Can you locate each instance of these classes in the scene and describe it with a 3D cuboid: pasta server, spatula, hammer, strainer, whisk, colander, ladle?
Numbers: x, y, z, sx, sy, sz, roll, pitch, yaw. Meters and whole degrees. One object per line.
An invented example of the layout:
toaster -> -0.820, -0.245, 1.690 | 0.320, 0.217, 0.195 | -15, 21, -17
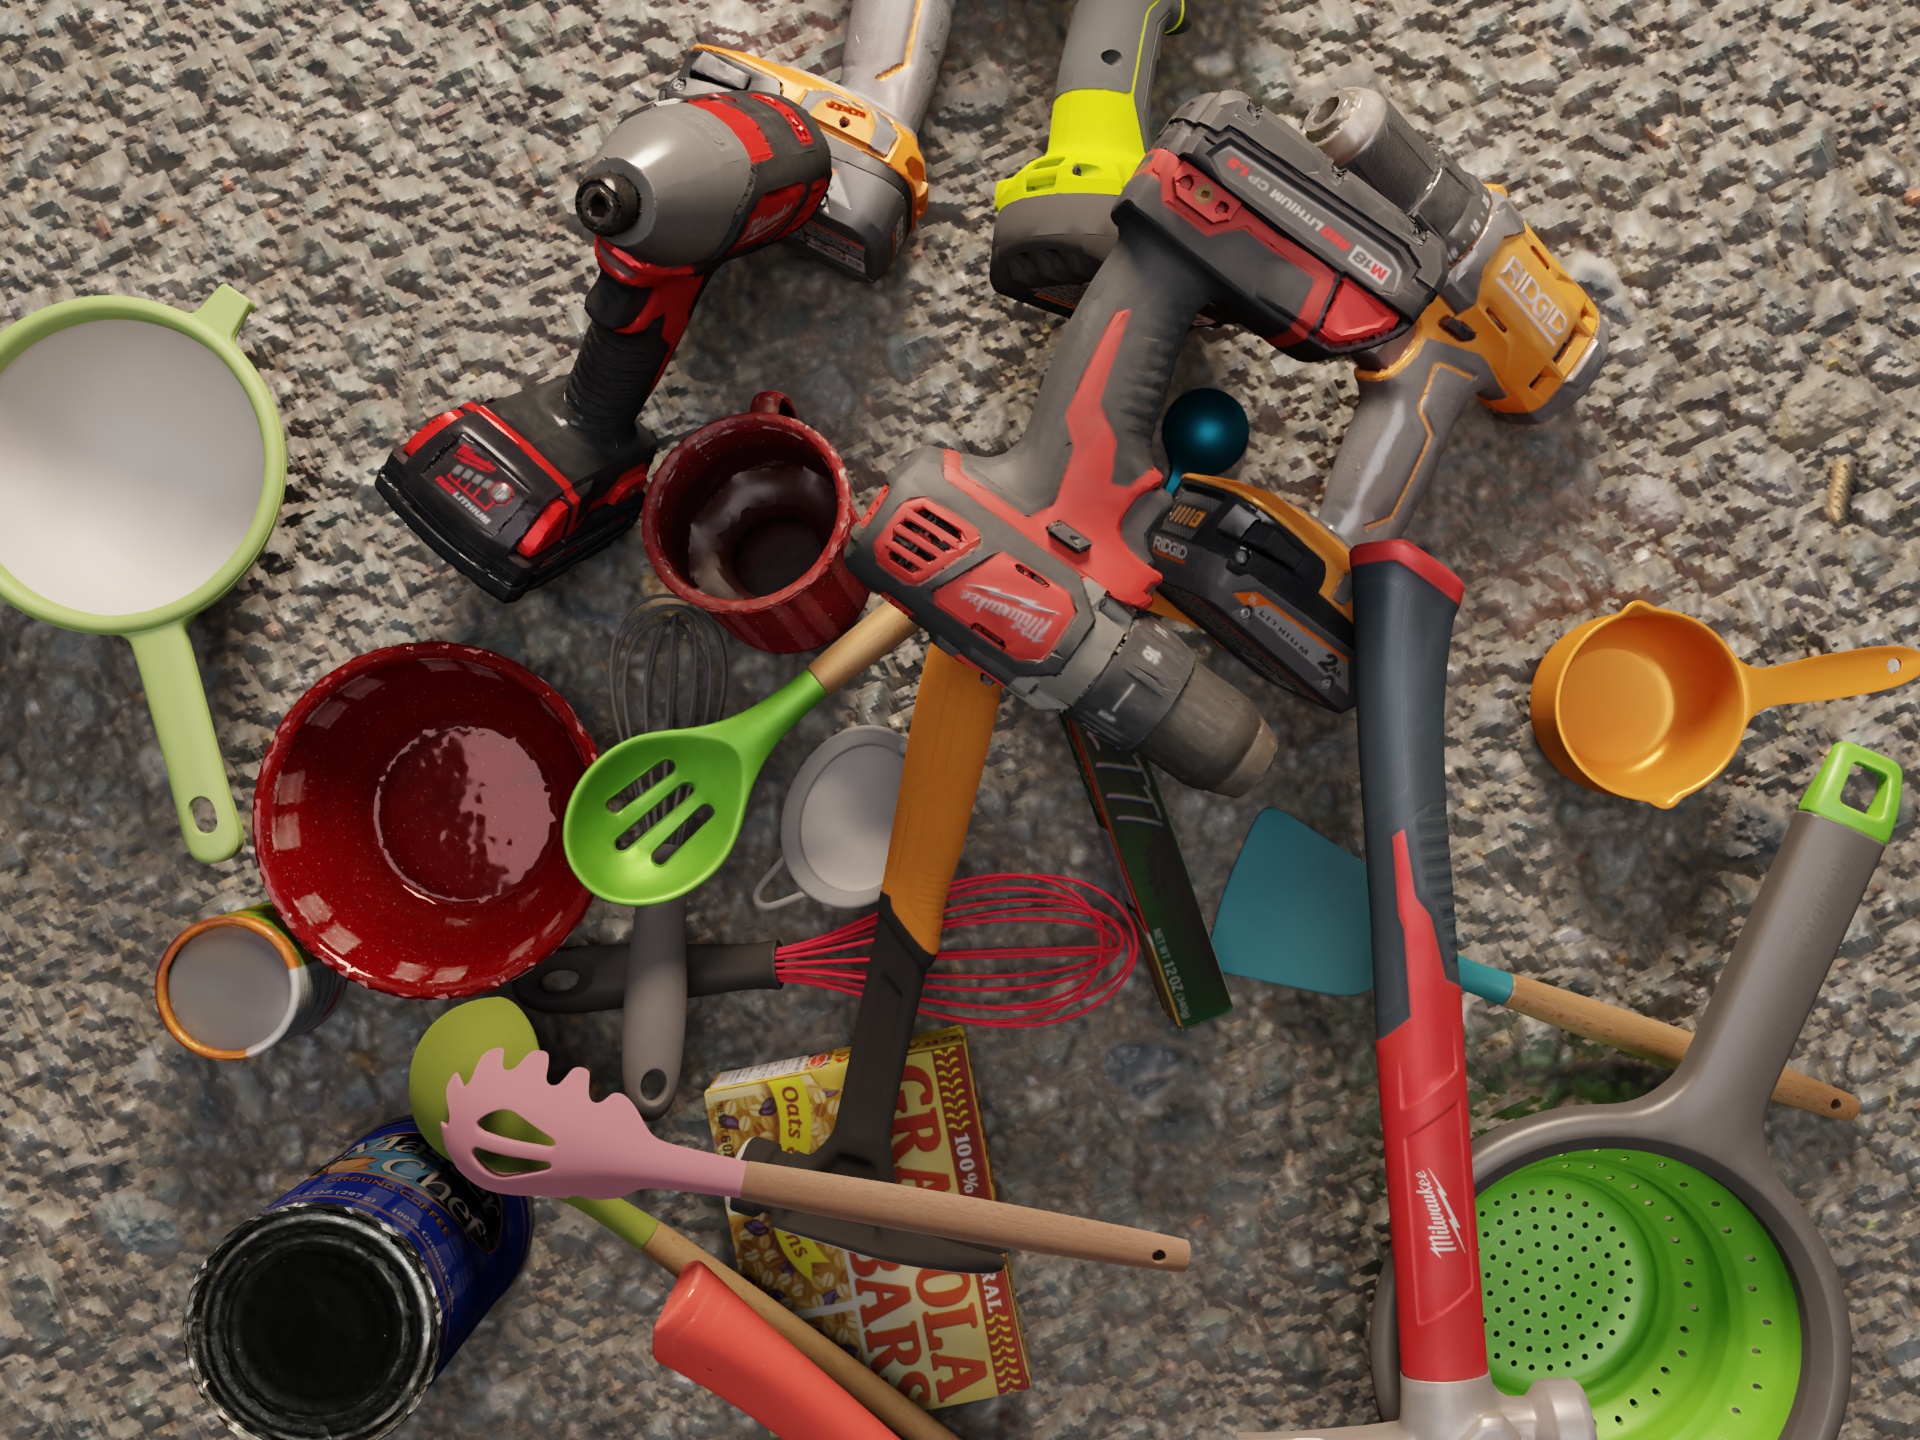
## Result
pasta server -> -0.062, 0.192, 0.657 | 0.316, 0.040, 0.060 | 10, 94, -2
spatula -> 0.279, 0.132, 0.759 | 0.317, 0.044, 0.082 | 20, 90, -5
hammer -> 0.011, 0.358, 0.691 | 0.149, 0.037, 0.359 | -39, 102, 27
hammer -> 0.173, 0.120, 0.656 | 0.143, 0.038, 0.386 | -4, 90, 3
hammer -> -0.010, 0.067, 0.680 | 0.127, 0.034, 0.337 | 12, 96, 11
strainer -> -0.001, -0.002, 0.719 | 0.258, 0.050, 0.087 | -49, 55, 19
whisk -> -0.065, 0.113, 0.740 | 0.296, 0.073, 0.073 | -5, 90, 6
whisk -> -0.137, 0.059, 0.721 | 0.055, 0.055, 0.239 | 1, 79, 0
strainer -> -0.362, -0.061, 0.730 | 0.151, 0.069, 0.256 | -15, 91, -3
colander -> 0.312, 0.194, 0.720 | 0.204, 0.094, 0.397 | 24, 90, 1
ladle -> -0.112, 0.238, 0.712 | 0.320, 0.062, 0.078 | 37, 120, -3

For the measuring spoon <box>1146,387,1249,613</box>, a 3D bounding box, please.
measuring spoon -> 0.101, -0.099, 0.755 | 0.042, 0.021, 0.128 | 23, 89, 0

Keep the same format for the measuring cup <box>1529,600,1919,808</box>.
measuring cup -> 0.353, -0.014, 0.744 | 0.173, 0.052, 0.095 | -9, 90, -2

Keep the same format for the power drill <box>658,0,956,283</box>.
power drill -> -0.050, -0.337, 0.728 | 0.164, 0.084, 0.226 | 27, 86, 0

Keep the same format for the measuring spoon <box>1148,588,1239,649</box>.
measuring spoon -> 0.088, -0.060, 0.736 | 0.116, 0.011, 0.021 | 22, 86, -30

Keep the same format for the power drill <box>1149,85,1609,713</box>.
power drill -> 0.170, -0.140, 0.698 | 0.185, 0.084, 0.226 | 35, 89, -31

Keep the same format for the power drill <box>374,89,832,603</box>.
power drill -> -0.147, -0.158, 0.657 | 0.078, 0.143, 0.219 | 42, 122, -1

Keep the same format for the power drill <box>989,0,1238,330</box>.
power drill -> 0.086, -0.292, 0.699 | 0.080, 0.171, 0.223 | 7, 94, 40

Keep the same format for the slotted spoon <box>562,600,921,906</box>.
slotted spoon -> -0.041, -0.031, 0.698 | 0.314, 0.031, 0.070 | -39, 96, -6

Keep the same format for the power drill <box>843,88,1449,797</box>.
power drill -> 0.088, -0.097, 0.612 | 0.188, 0.080, 0.226 | 34, 97, -7
